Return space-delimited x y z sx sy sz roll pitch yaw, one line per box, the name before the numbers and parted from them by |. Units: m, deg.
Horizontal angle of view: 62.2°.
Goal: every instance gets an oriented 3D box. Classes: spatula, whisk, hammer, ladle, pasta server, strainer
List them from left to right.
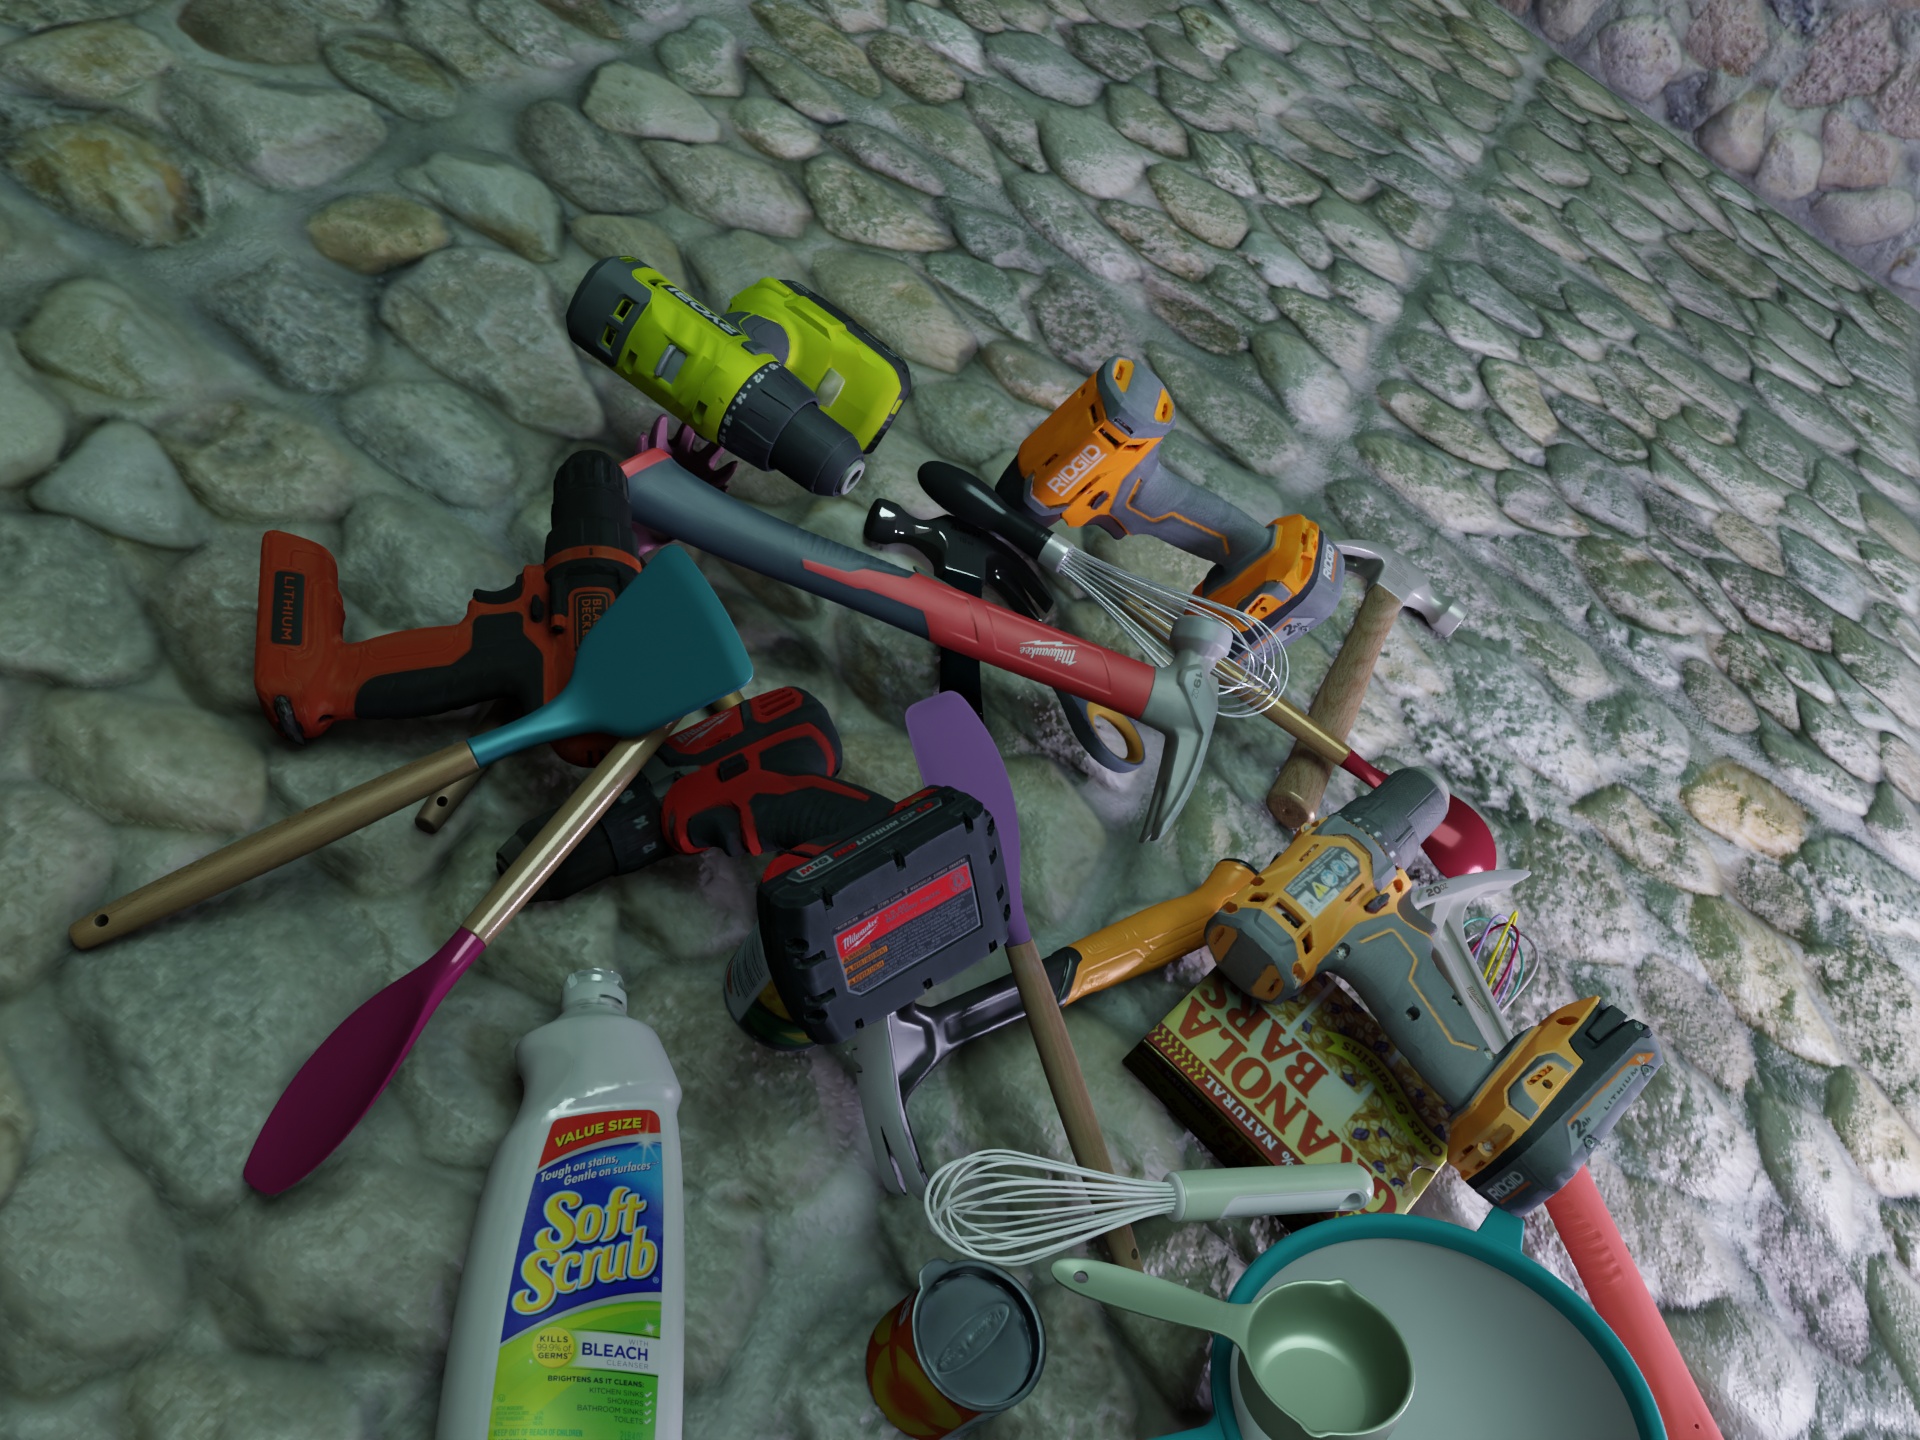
spatula | -0.251 0.022 0.731 0.317 0.044 0.082 -27 75 -17
pasta server | -0.213 -0.062 0.890 0.060 0.040 0.316 33 50 -9
hammer | -0.028 -0.054 0.936 0.386 0.038 0.143 20 76 -12
hammer | -0.002 -0.003 0.987 0.128 0.033 0.331 15 48 -18
spatula | 0.039 0.136 0.809 0.060 0.018 0.316 -21 93 -46
hammer | 0.071 0.145 0.884 0.337 0.034 0.127 -15 98 -46
whisk | 0.091 -0.095 1.053 0.284 0.070 0.070 33 44 9
whisk | 0.099 0.237 0.788 0.246 0.057 0.059 3 36 -20
strainer | 0.157 0.358 0.749 0.340 0.095 0.211 -6 38 -13
ladle | 0.240 0.010 1.082 0.315 0.031 0.069 35 45 1
hammer | 0.287 -0.034 1.183 0.130 0.031 0.331 36 45 1
whisk | 0.310 0.200 0.997 0.051 0.047 0.245 41 48 3
hammer | 0.359 0.262 0.941 0.149 0.036 0.359 -10 68 -31

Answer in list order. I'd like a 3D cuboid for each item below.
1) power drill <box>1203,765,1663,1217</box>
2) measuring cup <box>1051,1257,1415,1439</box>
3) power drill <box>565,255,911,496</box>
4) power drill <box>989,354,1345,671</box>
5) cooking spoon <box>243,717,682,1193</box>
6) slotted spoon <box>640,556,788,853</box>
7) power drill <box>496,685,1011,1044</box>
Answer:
power drill | 0.276 0.138 0.898 0.185 0.084 0.226 -37 69 -29
measuring cup | 0.121 0.286 0.731 0.167 0.038 0.083 13 37 15
power drill | -0.115 -0.212 0.995 0.190 0.080 0.228 36 20 6
power drill | 0.135 -0.129 1.102 0.226 0.164 0.084 37 43 -17
cooking spoon | -0.206 0.080 0.730 0.319 0.069 0.017 -54 127 -28
slotted spoon | -0.129 -0.006 0.919 0.070 0.031 0.314 -23 66 -38
power drill | -0.105 0.065 0.768 0.188 0.080 0.227 -27 32 -26
